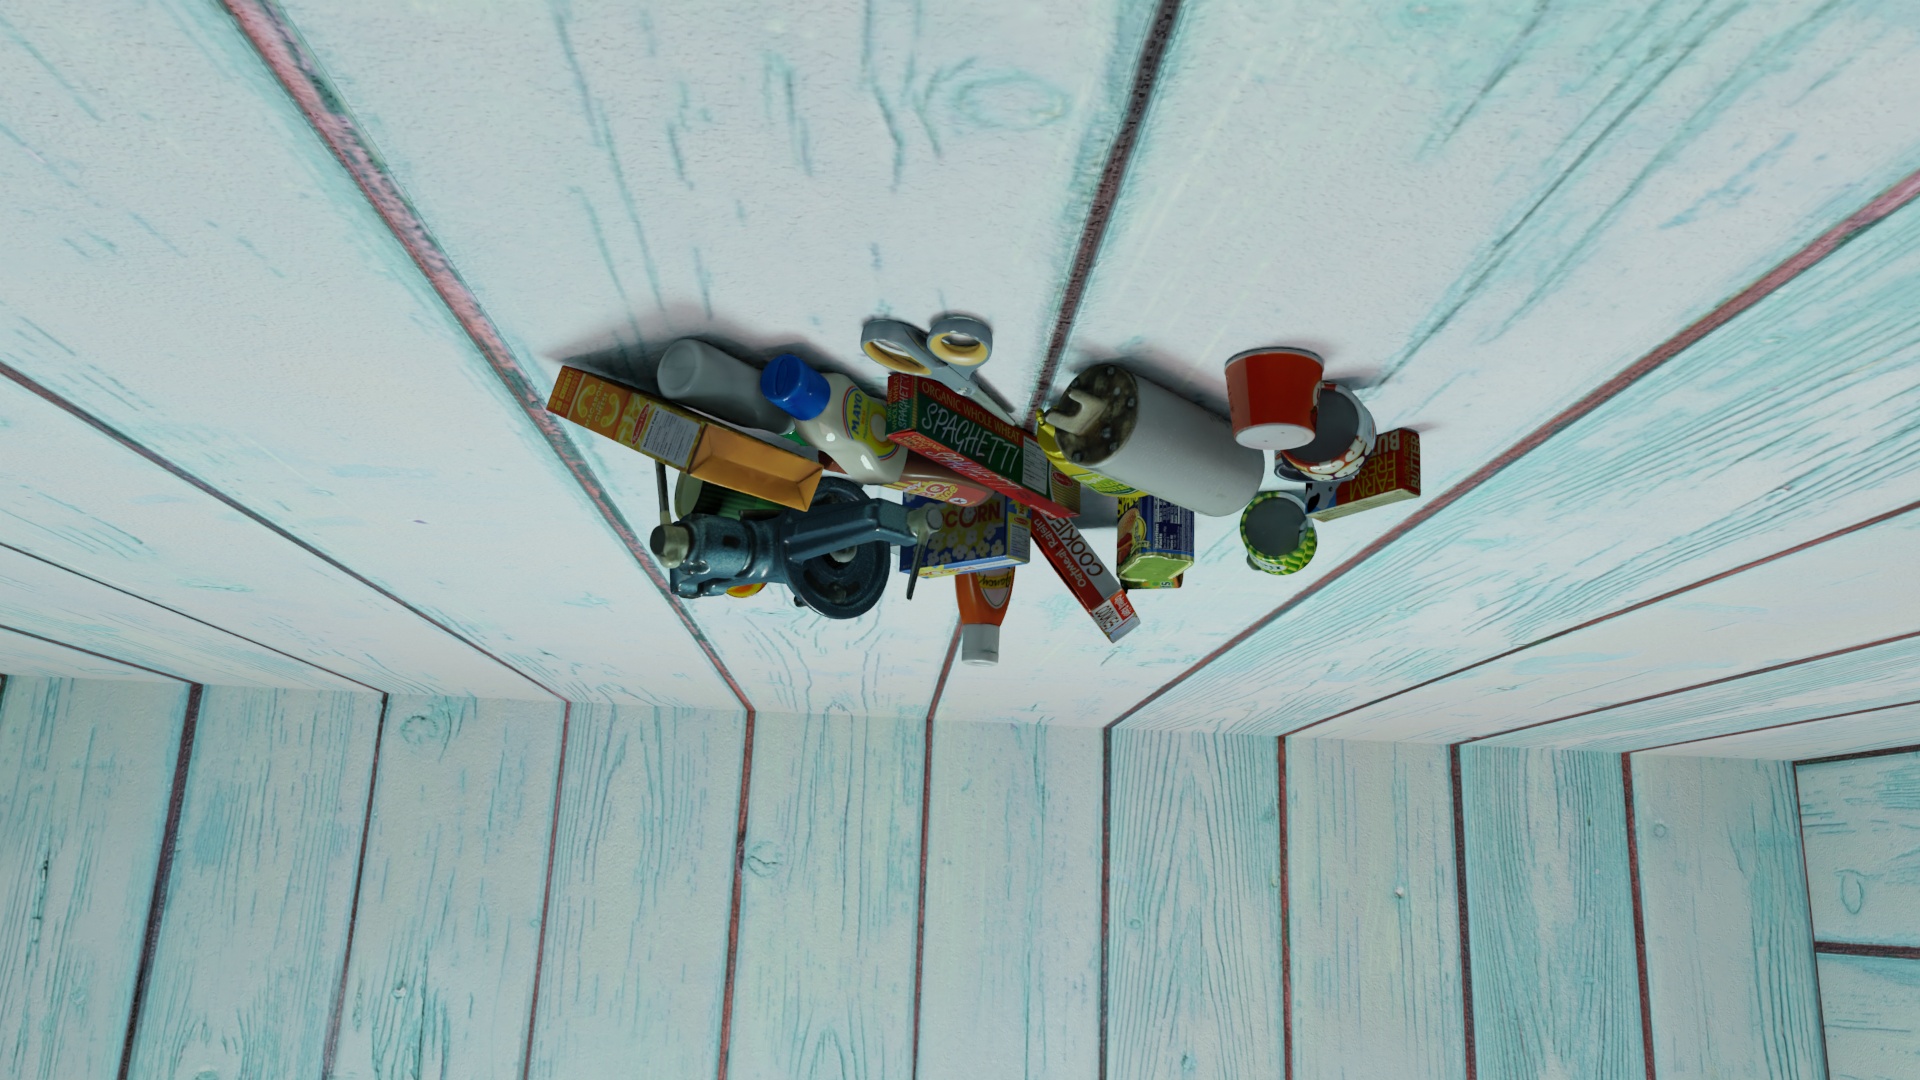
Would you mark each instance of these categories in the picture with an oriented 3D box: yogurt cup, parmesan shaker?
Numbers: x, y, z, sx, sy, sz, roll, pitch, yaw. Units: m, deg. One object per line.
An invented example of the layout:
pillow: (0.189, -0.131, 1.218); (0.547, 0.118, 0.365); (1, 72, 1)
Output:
yogurt cup: (0.216, -0.096, 0.957); (0.072, 0.054, 0.072); (3, 165, 1)
parmesan shaker: (-0.191, -0.038, 1.225); (0.103, 0.071, 0.071); (13, 162, -33)

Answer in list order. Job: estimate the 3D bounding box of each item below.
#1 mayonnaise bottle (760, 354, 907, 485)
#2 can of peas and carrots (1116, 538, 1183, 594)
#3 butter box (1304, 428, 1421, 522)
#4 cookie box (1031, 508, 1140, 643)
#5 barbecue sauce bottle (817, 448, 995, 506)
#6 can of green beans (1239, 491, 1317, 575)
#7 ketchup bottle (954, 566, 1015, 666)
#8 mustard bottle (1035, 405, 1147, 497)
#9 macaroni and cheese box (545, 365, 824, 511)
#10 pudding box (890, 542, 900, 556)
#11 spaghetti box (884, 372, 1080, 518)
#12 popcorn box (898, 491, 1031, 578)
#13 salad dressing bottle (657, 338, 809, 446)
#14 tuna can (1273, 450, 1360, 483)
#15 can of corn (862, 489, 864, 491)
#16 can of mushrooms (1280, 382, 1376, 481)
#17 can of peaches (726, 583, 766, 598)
mayonnaise bottle: (-0.090, -0.091, 1.019); (0.041, 0.065, 0.148); (-4, 161, 27)
can of peas and carrots: (0.190, 0.019, 1.384); (0.059, 0.071, 0.071); (-3, 165, 17)
butter box: (0.323, -0.051, 1.119); (0.024, 0.053, 0.103); (15, 161, -30)
cookie box: (0.113, 0.027, 1.330); (0.040, 0.123, 0.167); (-37, 161, 2)
barbecue sauce bottle: (-0.045, -0.063, 1.155); (0.149, 0.044, 0.064); (12, 164, -31)
can of green beans: (0.292, -0.006, 1.277); (0.071, 0.071, 0.057); (-2, 165, 18)
ketchup bottle: (0.023, 0.049, 1.372); (0.065, 0.149, 0.043); (12, 164, -33)
mustard bottle: (0.101, -0.073, 1.078); (0.065, 0.049, 0.160); (-10, 161, 36)
macaroni and cheese box: (-0.200, -0.075, 1.008); (0.166, 0.040, 0.124); (23, -178, 36)
pudding box: (-0.038, -0.005, 1.413); (0.083, 0.030, 0.049); (-7, 162, 33)
spaghetti box: (0.024, -0.071, 1.095); (0.028, 0.050, 0.250); (-8, 162, 33)
popcorn box: (0.004, -0.016, 1.248); (0.126, 0.085, 0.038); (-10, 162, 39)
salad dressing bottle: (-0.152, -0.104, 1.011); (0.064, 0.044, 0.147); (3, 170, 36)
tuna can: (0.282, -0.069, 1.095); (0.071, 0.033, 0.071); (2, 166, 1)
can of corn: (-0.124, -0.020, 1.301); (0.058, 0.071, 0.071); (7, 165, -13)
can of mushrooms: (0.259, -0.077, 0.996); (0.071, 0.071, 0.033); (-5, 163, 28)
can of peaches: (-0.244, 0.025, 1.487); (0.071, 0.071, 0.058); (-1, 165, 13)
